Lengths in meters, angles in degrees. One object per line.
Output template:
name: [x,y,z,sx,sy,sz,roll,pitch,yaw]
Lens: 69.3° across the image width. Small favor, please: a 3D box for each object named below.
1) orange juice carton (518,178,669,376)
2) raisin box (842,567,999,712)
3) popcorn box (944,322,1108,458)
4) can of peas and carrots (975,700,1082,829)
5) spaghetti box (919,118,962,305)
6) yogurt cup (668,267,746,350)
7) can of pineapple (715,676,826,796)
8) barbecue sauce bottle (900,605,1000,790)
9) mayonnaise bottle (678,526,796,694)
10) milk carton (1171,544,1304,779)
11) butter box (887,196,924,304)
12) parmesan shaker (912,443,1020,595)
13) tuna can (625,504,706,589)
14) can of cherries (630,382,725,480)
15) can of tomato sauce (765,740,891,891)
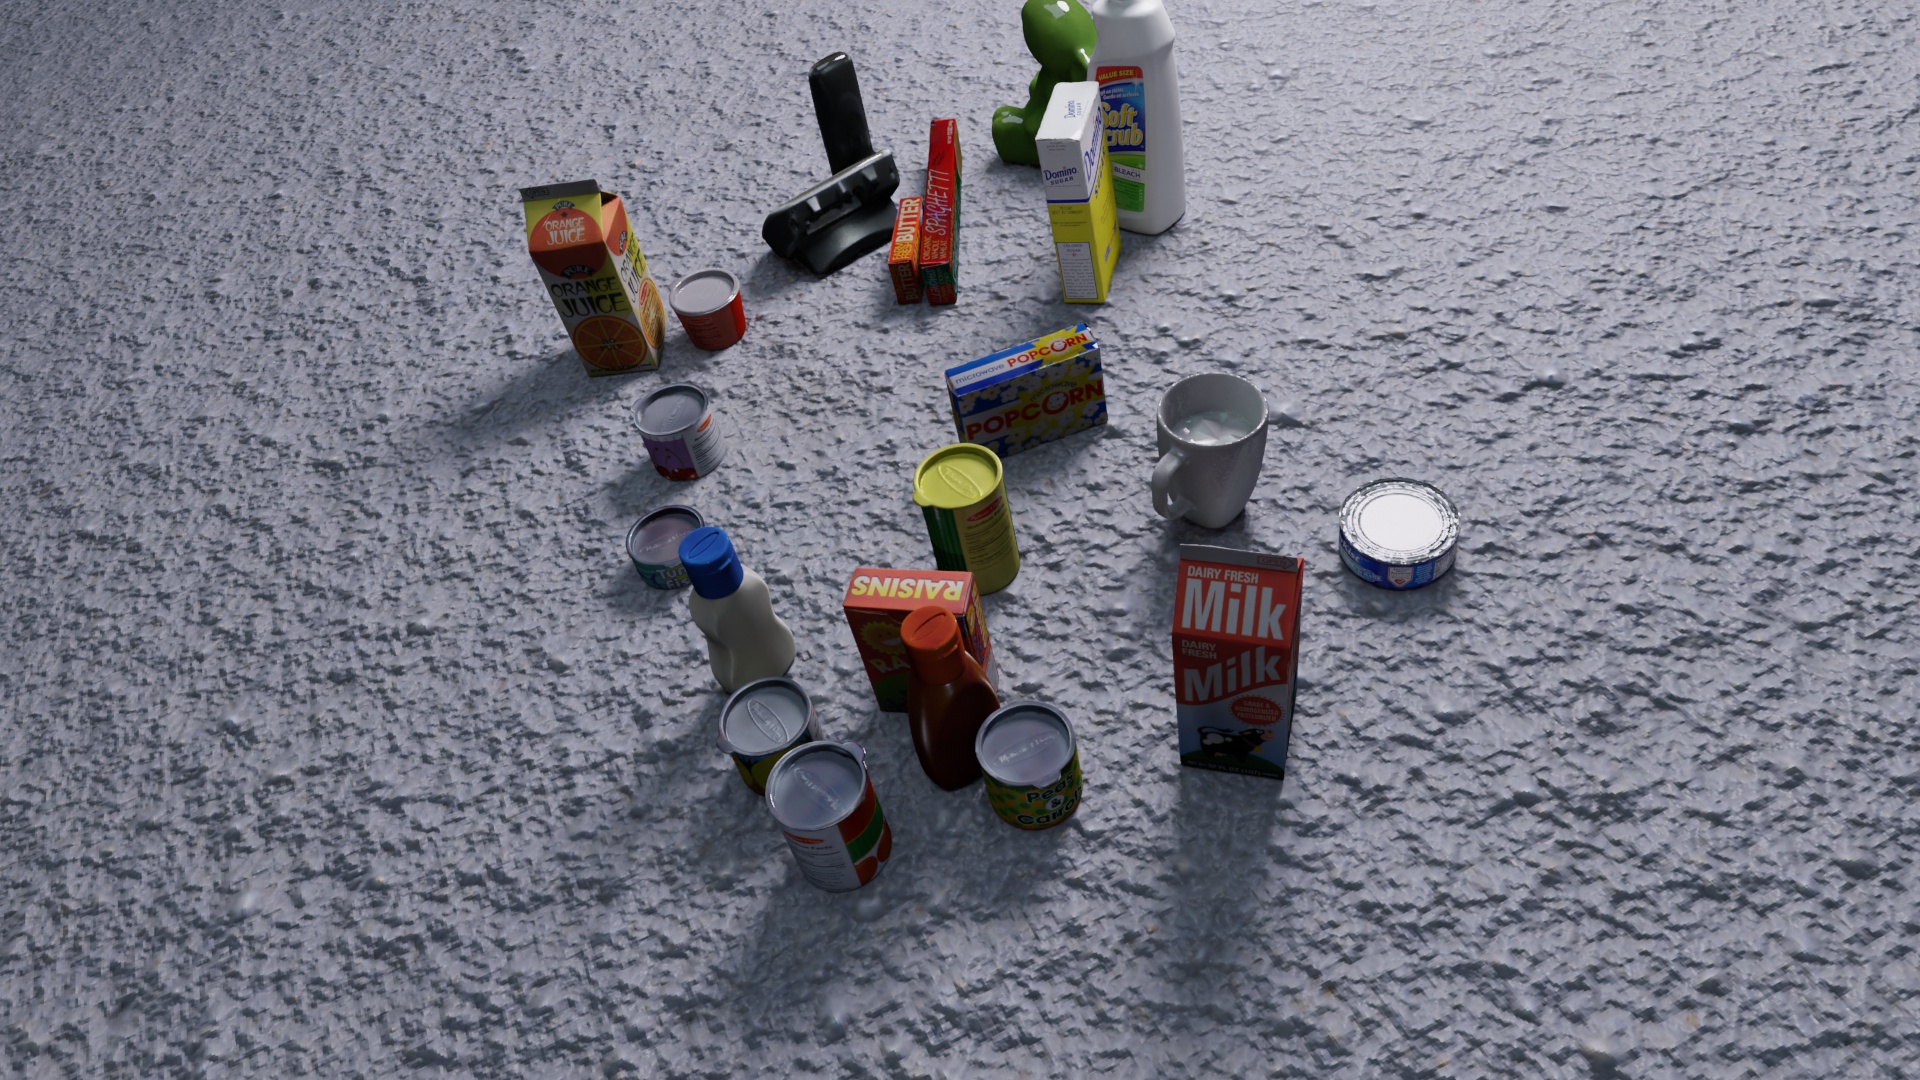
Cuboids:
orange juice carton: [-0.335,-0.248,1.276,0.072,0.191,0.073,-6,48,7]
raisin box: [-0.025,0.073,0.967,0.086,0.122,0.040,3,49,15]
popcorn box: [0.055,-0.120,1.150,0.127,0.084,0.038,-20,47,-6]
can of peas and carrots: [0.048,0.151,0.923,0.071,0.058,0.071,-6,48,7]
spaghetti box: [-0.018,-0.330,1.380,0.029,0.050,0.251,-5,48,8]
yogurt cup: [-0.237,-0.218,1.322,0.072,0.053,0.073,-6,48,7]
can of pineapple: [-0.132,0.139,0.974,0.071,0.057,0.071,-6,48,7]
barbecue sauce bottle: [-0.008,0.103,0.919,0.065,0.147,0.044,-37,52,-21]
mayonnaise bottle: [-0.163,0.051,0.999,0.041,0.147,0.065,29,60,32]
milk carton: [0.177,0.068,0.882,0.072,0.189,0.074,6,50,17]
butter box: [-0.048,-0.280,1.339,0.024,0.052,0.104,-3,48,10]
parmesan shaker: [0.004,-0.013,1.052,0.071,0.102,0.072,-6,48,7]
tuna can: [-0.235,0.007,1.132,0.071,0.032,0.071,-6,47,7]
can of cherries: [-0.246,-0.095,1.210,0.071,0.058,0.072,-6,48,7]
can of tomato sauce: [-0.084,0.180,0.909,0.071,0.082,0.071,-6,48,7]
